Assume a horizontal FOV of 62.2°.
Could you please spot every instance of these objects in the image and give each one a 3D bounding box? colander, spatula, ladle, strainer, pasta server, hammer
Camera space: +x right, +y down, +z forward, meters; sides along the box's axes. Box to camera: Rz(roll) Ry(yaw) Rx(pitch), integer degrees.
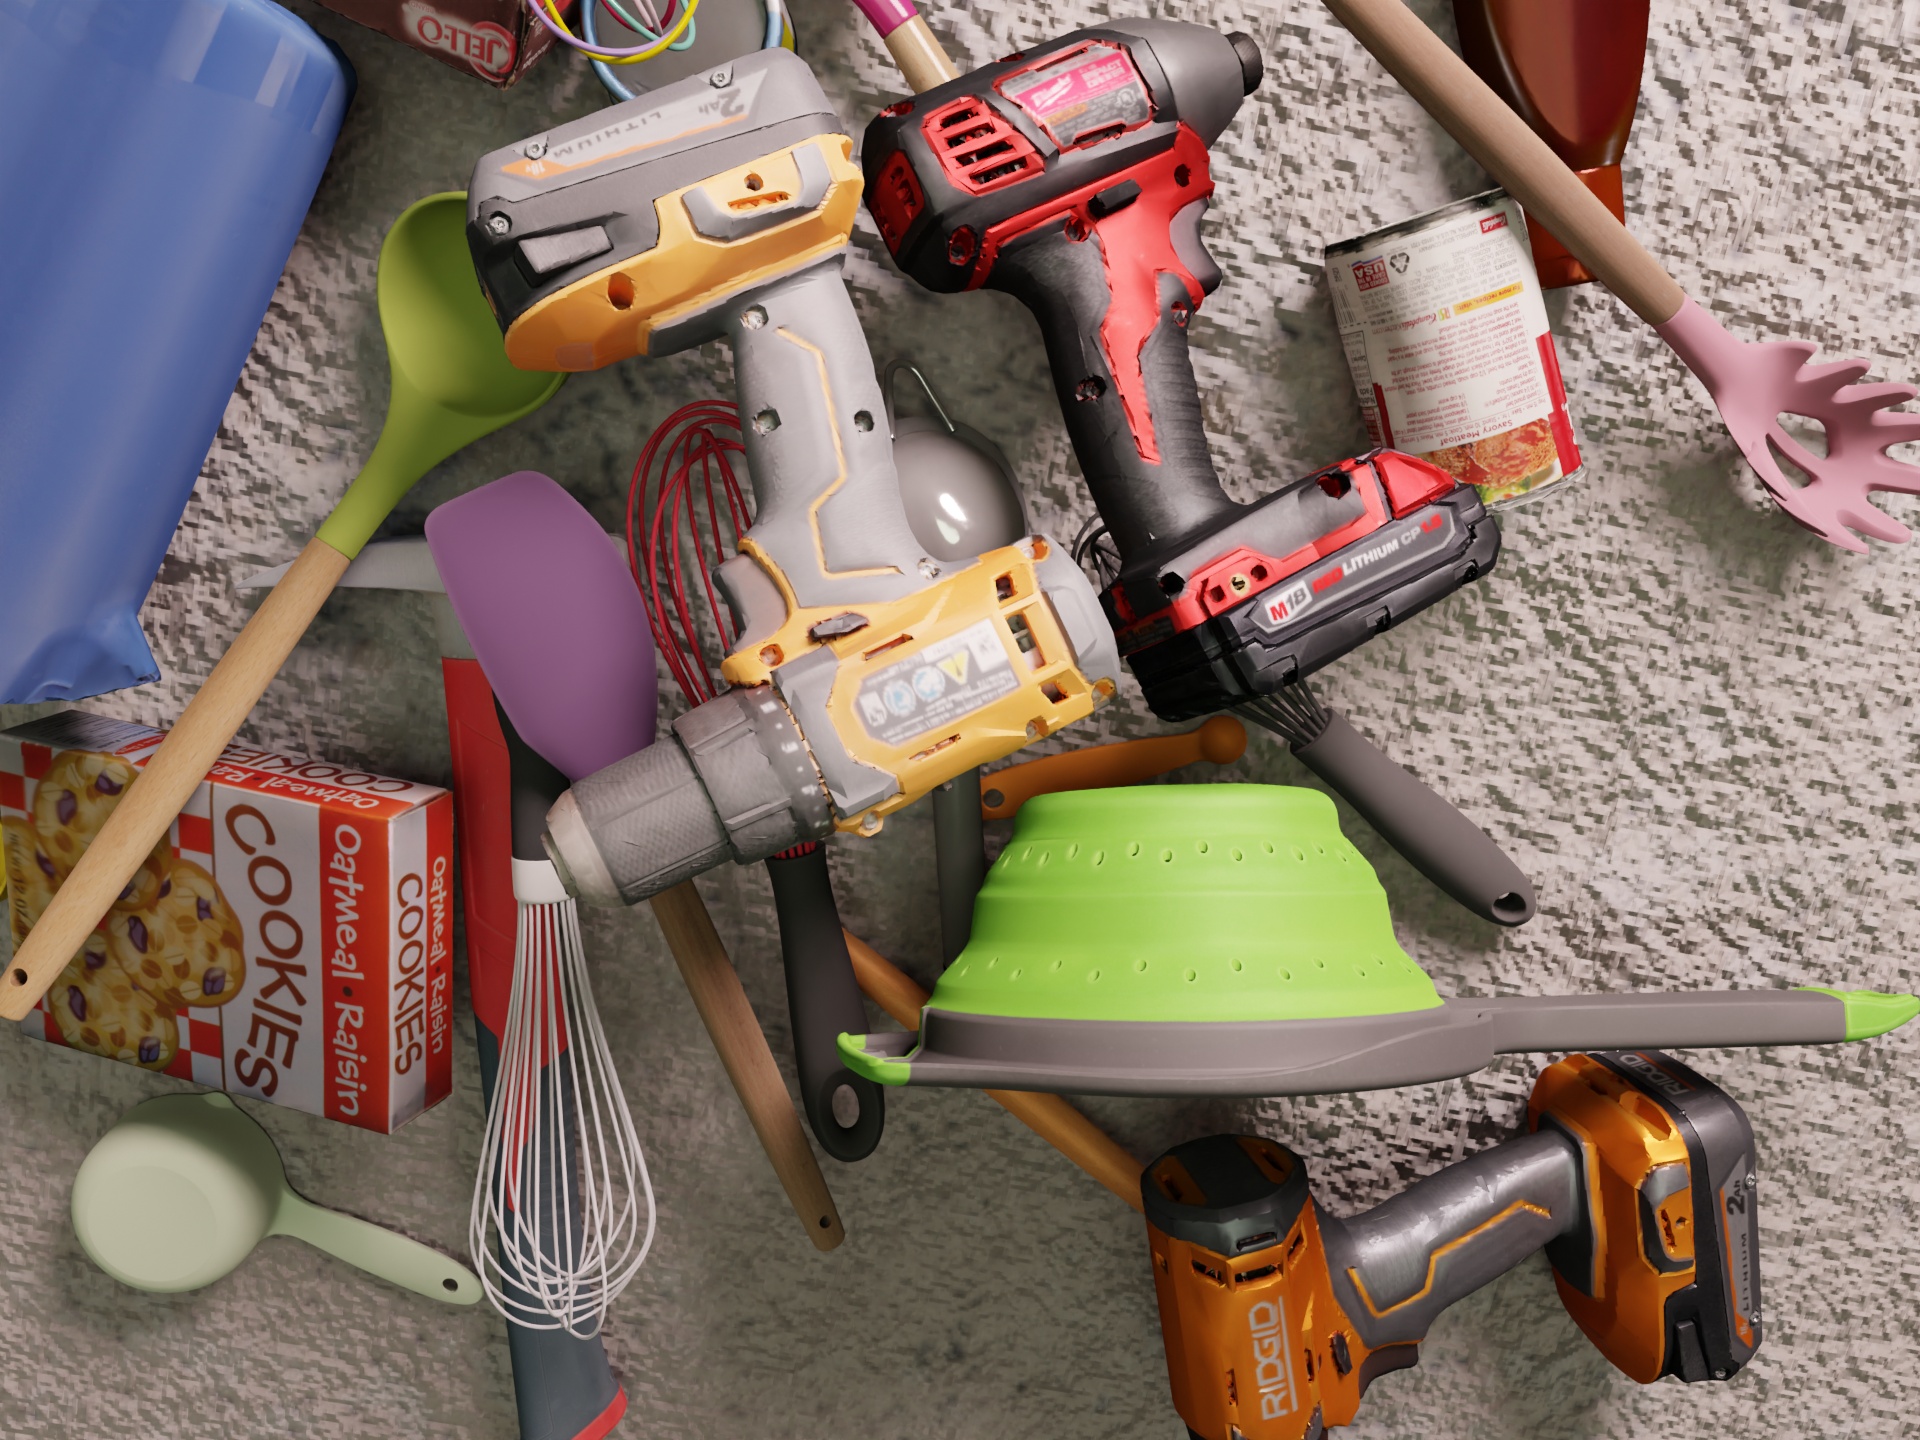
[{"bbox_3d":[0.155,0.072,0.564,0.397,0.204,0.094,0,84,-10],"label":"colander"},{"bbox_3d":[-0.100,0.062,0.567,0.060,0.018,0.315,-29,111,-24],"label":"spatula"},{"bbox_3d":[0.060,0.178,0.652,0.322,0.041,0.081,40,98,-5],"label":"spatula"},{"bbox_3d":[-0.231,-0.039,0.535,0.078,0.062,0.320,32,82,4],"label":"ladle"},{"bbox_3d":[-0.001,-0.002,0.590,0.087,0.050,0.258,-14,110,-32],"label":"strainer"},{"bbox_3d":[0.223,-0.152,0.526,0.316,0.040,0.060,31,92,-26],"label":"pasta server"},{"bbox_3d":[-0.188,0.120,0.626,0.143,0.038,0.386,-1,103,1],"label":"hammer"}]

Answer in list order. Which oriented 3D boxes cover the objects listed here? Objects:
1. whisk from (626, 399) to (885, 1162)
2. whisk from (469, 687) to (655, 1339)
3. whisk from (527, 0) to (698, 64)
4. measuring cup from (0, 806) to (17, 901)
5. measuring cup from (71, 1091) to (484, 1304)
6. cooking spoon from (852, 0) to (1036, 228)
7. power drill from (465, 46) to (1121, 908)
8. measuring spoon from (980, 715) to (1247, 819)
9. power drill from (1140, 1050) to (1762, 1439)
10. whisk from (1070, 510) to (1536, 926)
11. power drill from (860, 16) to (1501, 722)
[{"bbox_3d":[-0.066,0.030,0.589,0.073,0.073,0.295,-10,104,1],"label":"whisk"},{"bbox_3d":[-0.148,0.087,0.573,0.070,0.070,0.284,-1,98,-1],"label":"whisk"},{"bbox_3d":[-0.134,-0.302,0.486,0.047,0.051,0.245,-36,73,43],"label":"whisk"},{"bbox_3d":[-0.428,0.040,0.616,0.156,0.029,0.062,6,104,10],"label":"measuring cup"},{"bbox_3d":[-0.277,0.211,0.645,0.167,0.038,0.083,23,102,-4],"label":"measuring cup"},{"bbox_3d":[-0.005,-0.216,0.548,0.069,0.017,0.318,-47,109,-34],"label":"cooking spoon"},{"bbox_3d":[-0.075,-0.067,0.493,0.185,0.084,0.226,-26,93,-12],"label":"power drill"},{"bbox_3d":[0.055,0.020,0.619,0.117,0.011,0.021,-14,103,3],"label":"measuring spoon"},{"bbox_3d":[0.187,0.225,0.616,0.226,0.084,0.164,-11,104,-10],"label":"power drill"},{"bbox_3d":[0.136,0.002,0.602,0.239,0.055,0.055,40,100,-14],"label":"whisk"},{"bbox_3d":[0.075,-0.122,0.523,0.143,0.078,0.219,-28,91,-17],"label":"power drill"}]
